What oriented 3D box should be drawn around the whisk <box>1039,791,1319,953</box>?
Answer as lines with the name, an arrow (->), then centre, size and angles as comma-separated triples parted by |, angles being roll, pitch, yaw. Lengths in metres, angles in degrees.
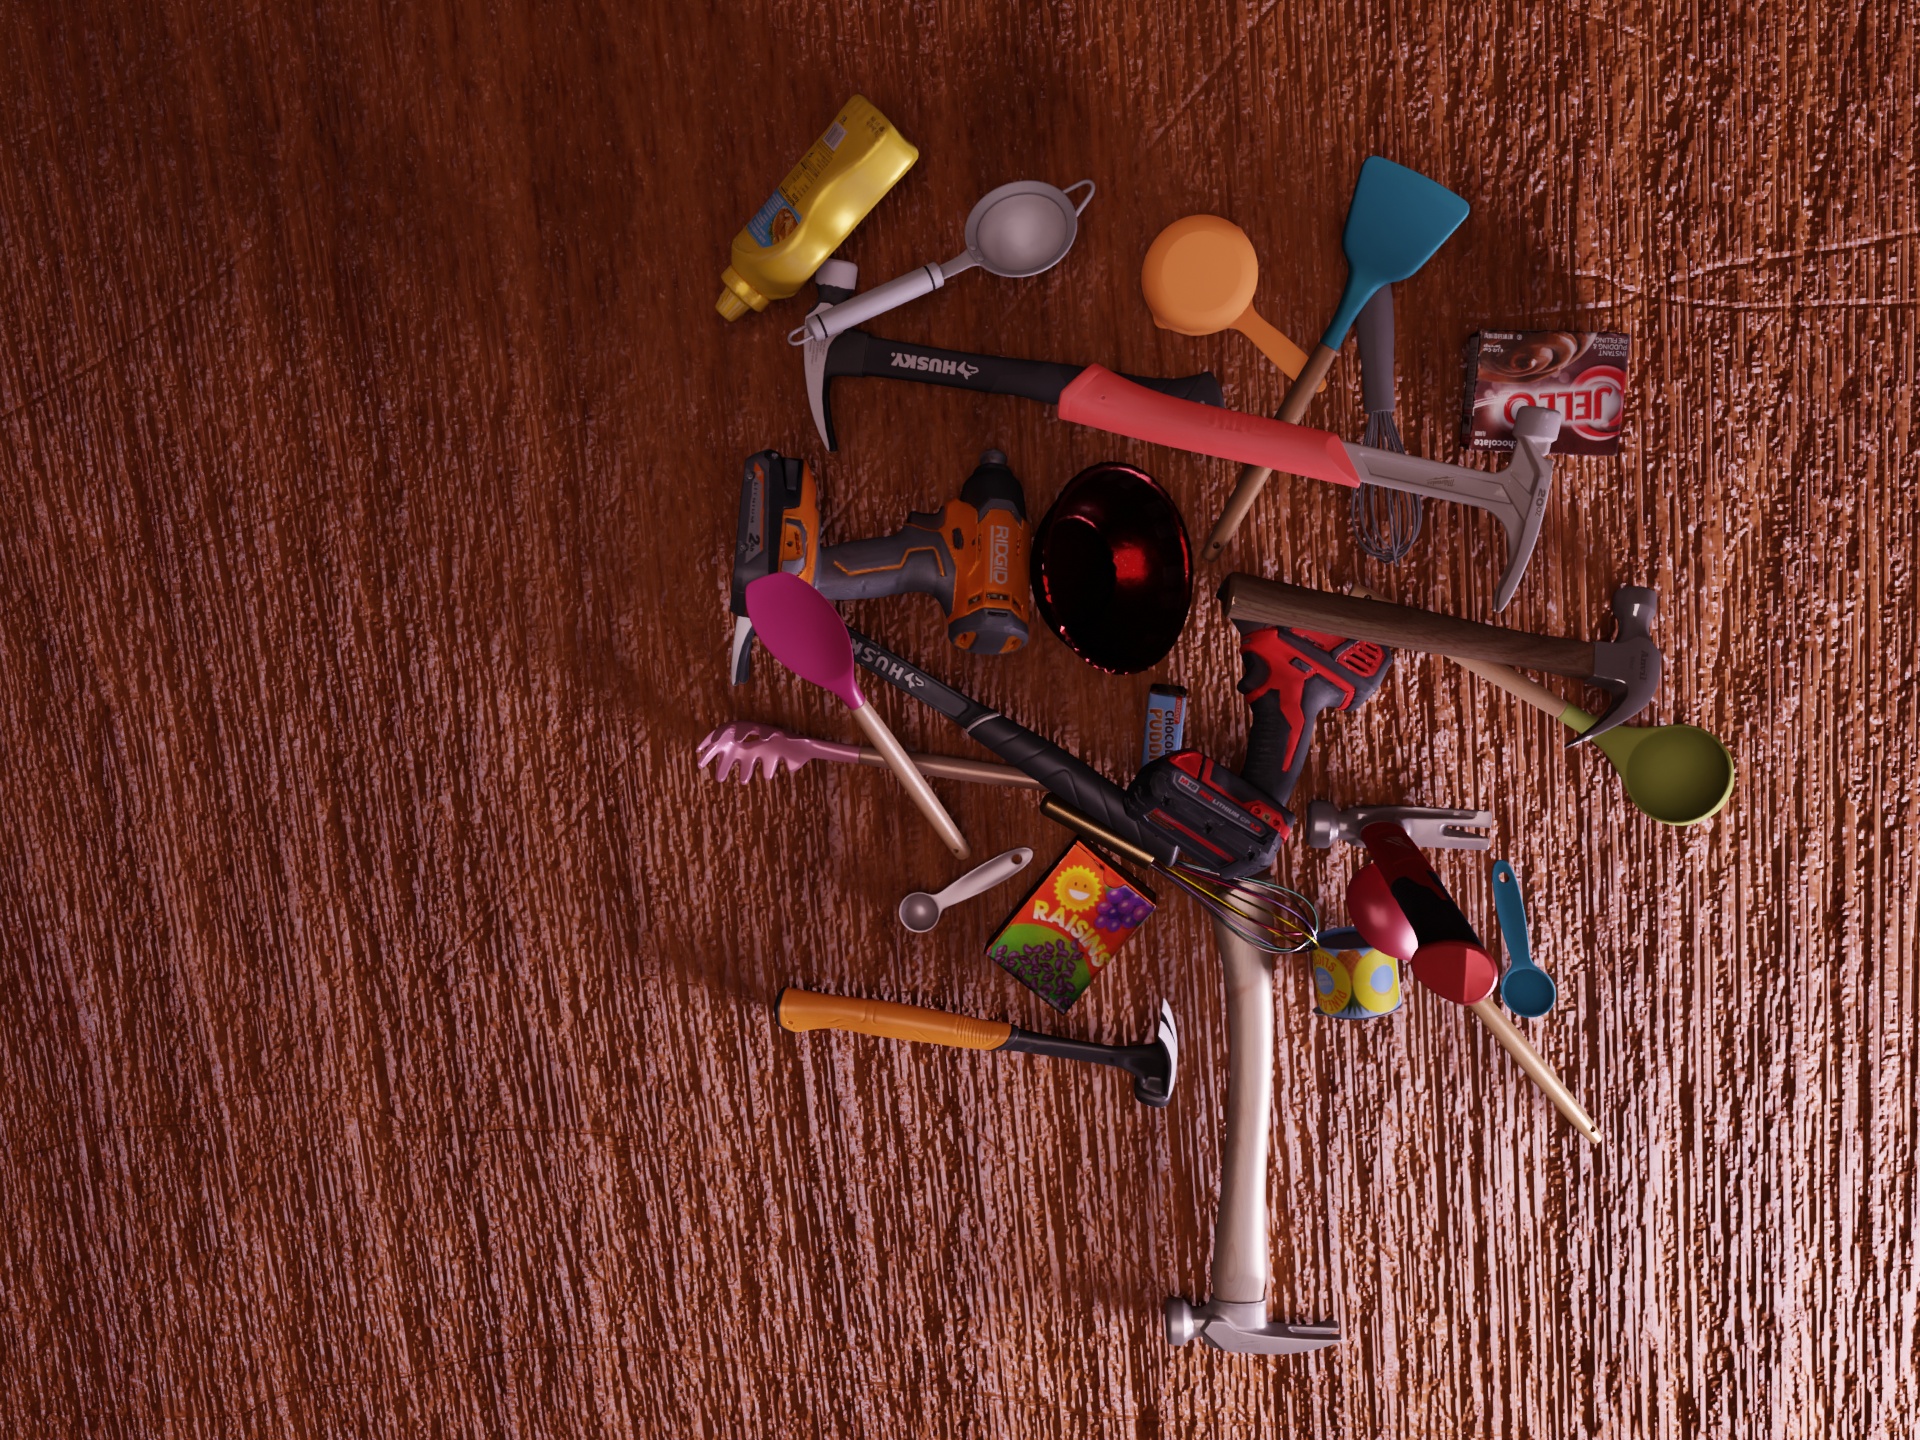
whisk -> 0.173, 0.118, 1.257 | 0.245, 0.047, 0.051 | 28, 104, 13

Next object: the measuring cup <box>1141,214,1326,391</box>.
measuring cup -> 0.212, -0.308, 1.199 | 0.173, 0.052, 0.095 | 42, 102, -1

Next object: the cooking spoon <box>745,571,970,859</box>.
cooking spoon -> -0.068, 0.004, 1.225 | 0.069, 0.017, 0.318 | -15, 130, 24

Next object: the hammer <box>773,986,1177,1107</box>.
hammer -> 0.009, 0.254, 1.308 | 0.337, 0.034, 0.127 | 6, 140, 10

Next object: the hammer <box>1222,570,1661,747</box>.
hammer -> 0.359, -0.062, 1.186 | 0.331, 0.031, 0.130 | 10, 72, -3

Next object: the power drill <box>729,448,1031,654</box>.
power drill -> -0.056, -0.143, 1.218 | 0.226, 0.084, 0.164 | 6, 71, -9

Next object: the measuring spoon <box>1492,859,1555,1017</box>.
measuring spoon -> 0.448, 0.173, 1.276 | 0.042, 0.021, 0.128 | -12, 90, 31

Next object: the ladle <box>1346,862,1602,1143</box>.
ladle -> 0.415, 0.230, 1.257 | 0.315, 0.031, 0.069 | 47, 71, -14

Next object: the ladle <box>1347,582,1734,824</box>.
ladle -> 0.442, -0.021, 1.222 | 0.320, 0.062, 0.078 | 31, 96, 4

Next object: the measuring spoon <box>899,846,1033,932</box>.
measuring spoon -> 0.005, 0.137, 1.324 | 0.124, 0.018, 0.034 | -29, 95, 4

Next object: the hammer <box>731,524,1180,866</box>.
hammer -> -0.002, -0.004, 1.259 | 0.409, 0.036, 0.149 | 32, 103, 9

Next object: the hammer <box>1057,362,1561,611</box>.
hammer -> 0.247, -0.191, 1.175 | 0.359, 0.037, 0.149 | 14, 98, 8

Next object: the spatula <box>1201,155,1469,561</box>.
spatula -> 0.260, -0.256, 1.190 | 0.082, 0.044, 0.317 | 28, 110, 2

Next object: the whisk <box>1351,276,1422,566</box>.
whisk -> 0.319, -0.236, 1.206 | 0.055, 0.055, 0.239 | -4, 95, 7

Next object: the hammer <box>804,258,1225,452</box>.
hammer -> 0.041, -0.261, 1.238 | 0.335, 0.035, 0.146 | 10, 100, 5

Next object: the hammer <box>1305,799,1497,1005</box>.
hammer -> 0.327, 0.114, 1.088 | 0.143, 0.386, 0.038 | 2, 100, 6

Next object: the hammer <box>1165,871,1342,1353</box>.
hammer -> 0.247, 0.328, 1.314 | 0.146, 0.038, 0.410 | 1, 100, 5

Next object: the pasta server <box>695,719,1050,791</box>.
pasta server -> -0.057, 0.038, 1.299 | 0.316, 0.040, 0.060 | 8, 142, 3

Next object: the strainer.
strainer -> -0.014, -0.339, 1.202 | 0.258, 0.050, 0.087 | -26, 67, -6

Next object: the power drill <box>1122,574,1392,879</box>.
power drill -> 0.220, -0.003, 1.204 | 0.143, 0.078, 0.220 | 33, 72, 0
